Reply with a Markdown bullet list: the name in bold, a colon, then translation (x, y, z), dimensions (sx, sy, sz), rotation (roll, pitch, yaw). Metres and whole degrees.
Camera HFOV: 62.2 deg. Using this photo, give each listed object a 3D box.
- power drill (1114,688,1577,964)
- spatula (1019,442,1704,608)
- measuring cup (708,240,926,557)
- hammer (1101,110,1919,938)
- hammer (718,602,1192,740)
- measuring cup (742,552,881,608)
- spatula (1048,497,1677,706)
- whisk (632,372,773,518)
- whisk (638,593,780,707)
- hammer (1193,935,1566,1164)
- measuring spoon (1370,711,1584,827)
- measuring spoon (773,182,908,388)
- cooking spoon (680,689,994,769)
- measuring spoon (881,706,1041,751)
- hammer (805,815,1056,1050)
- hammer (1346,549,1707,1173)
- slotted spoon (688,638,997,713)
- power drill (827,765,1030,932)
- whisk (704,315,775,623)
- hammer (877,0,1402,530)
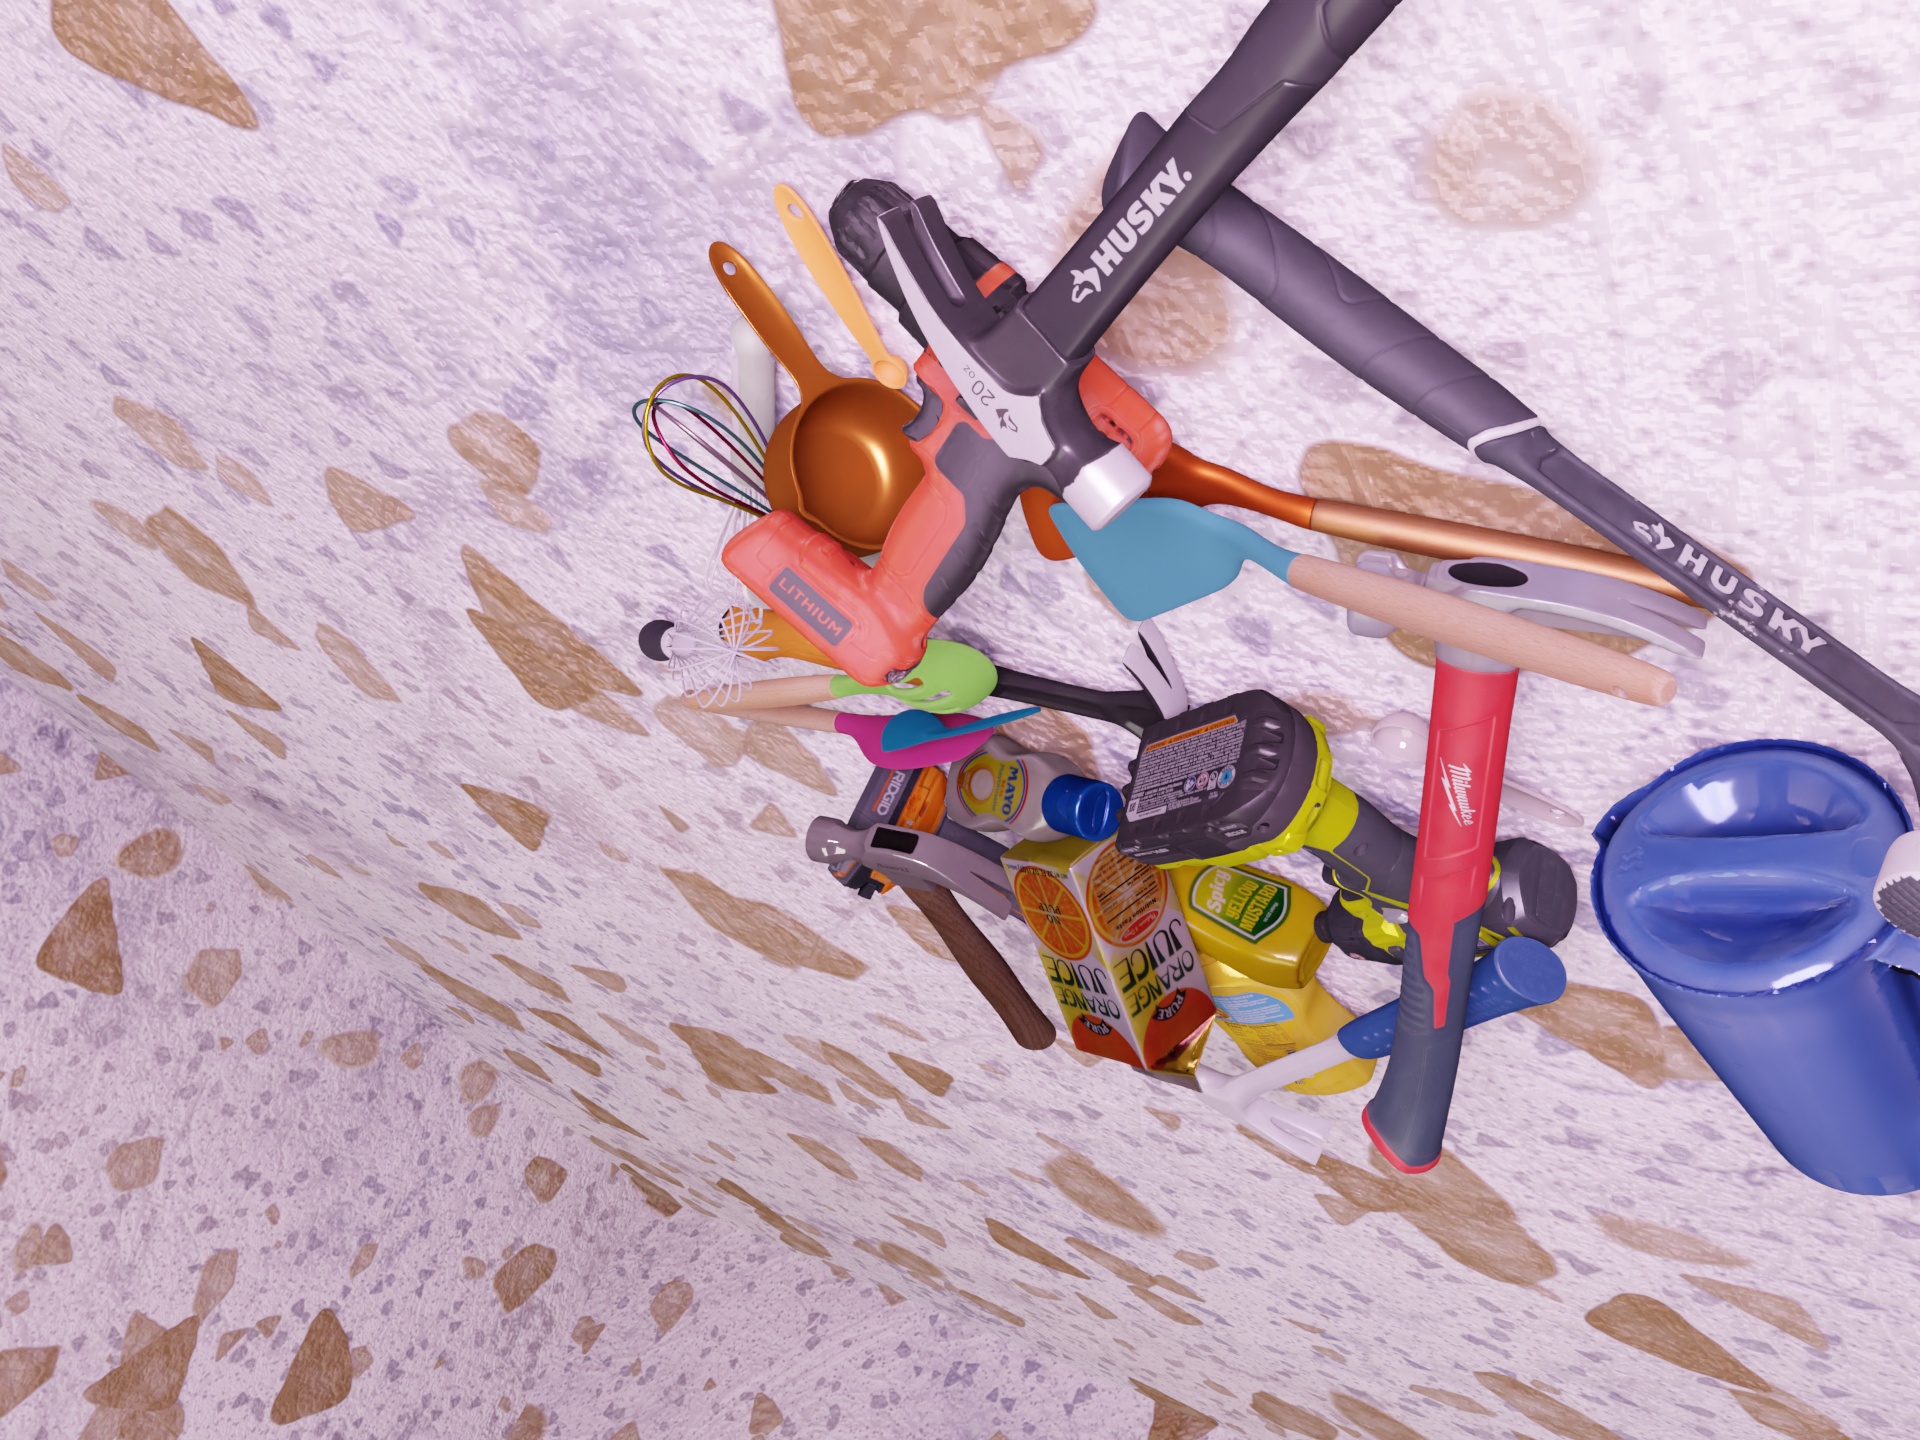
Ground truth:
- **power drill**: translation (0.203, 0.075, 0.889), dimensions (0.223, 0.080, 0.171), rotation (28, 154, -23)
- **spatula**: translation (0.180, -0.081, 0.715), dimensions (0.323, 0.041, 0.080), rotation (15, 146, 24)
- **measuring cup**: translation (-0.081, -0.160, 0.807), dimensions (0.173, 0.095, 0.052), rotation (55, 153, -12)
- **hammer**: translation (0.221, -0.097, 0.589), dimensions (0.409, 0.149, 0.036), rotation (38, 150, 5)
- **hammer**: translation (-0.016, -0.036, 0.986), dimensions (0.337, 0.034, 0.127), rotation (13, 149, 30)
- **measuring cup**: translation (-0.062, -0.074, 0.855), dimensions (0.038, 0.083, 0.167), rotation (-4, -175, 22)
- **spatula**: translation (0.151, -0.047, 0.656), dimensions (0.082, 0.044, 0.318), rotation (50, 169, -32)
- **whisk**: translation (-0.100, -0.112, 0.874), dimensions (0.051, 0.047, 0.244), rotation (-11, 153, 23)
- **whisk**: translation (-0.178, -0.050, 1.036), dimensions (0.070, 0.070, 0.285), rotation (40, 170, -19)
- **hammer**: translation (0.250, 0.208, 1.007), dimensions (0.144, 0.035, 0.405), rotation (31, 153, -2)
- **measuring spoon**: translation (0.274, 0.025, 0.836), dimensions (0.124, 0.018, 0.034), rotation (25, 155, -5)
- **measuring spoon**: translation (-0.056, -0.209, 0.765), dimensions (0.021, 0.011, 0.116), rotation (2, 138, 41)
- **cooking spoon**: translation (-0.100, -0.001, 1.115), dimensions (0.319, 0.069, 0.017), rotation (8, 127, 45)
- **measuring spoon**: translation (-0.002, -0.003, 0.969), dimensions (0.128, 0.042, 0.021), rotation (-13, 97, 44)
- **hammer**: translation (0.011, 0.164, 1.135), dimensions (0.130, 0.031, 0.331), rotation (7, 151, 26)
- **hammer**: translation (0.253, 0.094, 0.777), dimensions (0.143, 0.038, 0.385), rotation (11, 130, 22)
- **slotted spoon**: translation (-0.092, -0.019, 1.025), dimensions (0.070, 0.031, 0.314), rotation (34, 157, -33)
- **power drill**: translation (0.022, 0.121, 1.167), dimensions (0.226, 0.084, 0.164), rotation (26, 153, -1)
- **whisk**: translation (-0.119, -0.137, 0.908), dimensions (0.059, 0.058, 0.246), rotation (-4, 148, -10)
- **hammer**: translation (0.091, -0.208, 0.520), dimensions (0.146, 0.035, 0.334), rotation (49, 138, 2)
